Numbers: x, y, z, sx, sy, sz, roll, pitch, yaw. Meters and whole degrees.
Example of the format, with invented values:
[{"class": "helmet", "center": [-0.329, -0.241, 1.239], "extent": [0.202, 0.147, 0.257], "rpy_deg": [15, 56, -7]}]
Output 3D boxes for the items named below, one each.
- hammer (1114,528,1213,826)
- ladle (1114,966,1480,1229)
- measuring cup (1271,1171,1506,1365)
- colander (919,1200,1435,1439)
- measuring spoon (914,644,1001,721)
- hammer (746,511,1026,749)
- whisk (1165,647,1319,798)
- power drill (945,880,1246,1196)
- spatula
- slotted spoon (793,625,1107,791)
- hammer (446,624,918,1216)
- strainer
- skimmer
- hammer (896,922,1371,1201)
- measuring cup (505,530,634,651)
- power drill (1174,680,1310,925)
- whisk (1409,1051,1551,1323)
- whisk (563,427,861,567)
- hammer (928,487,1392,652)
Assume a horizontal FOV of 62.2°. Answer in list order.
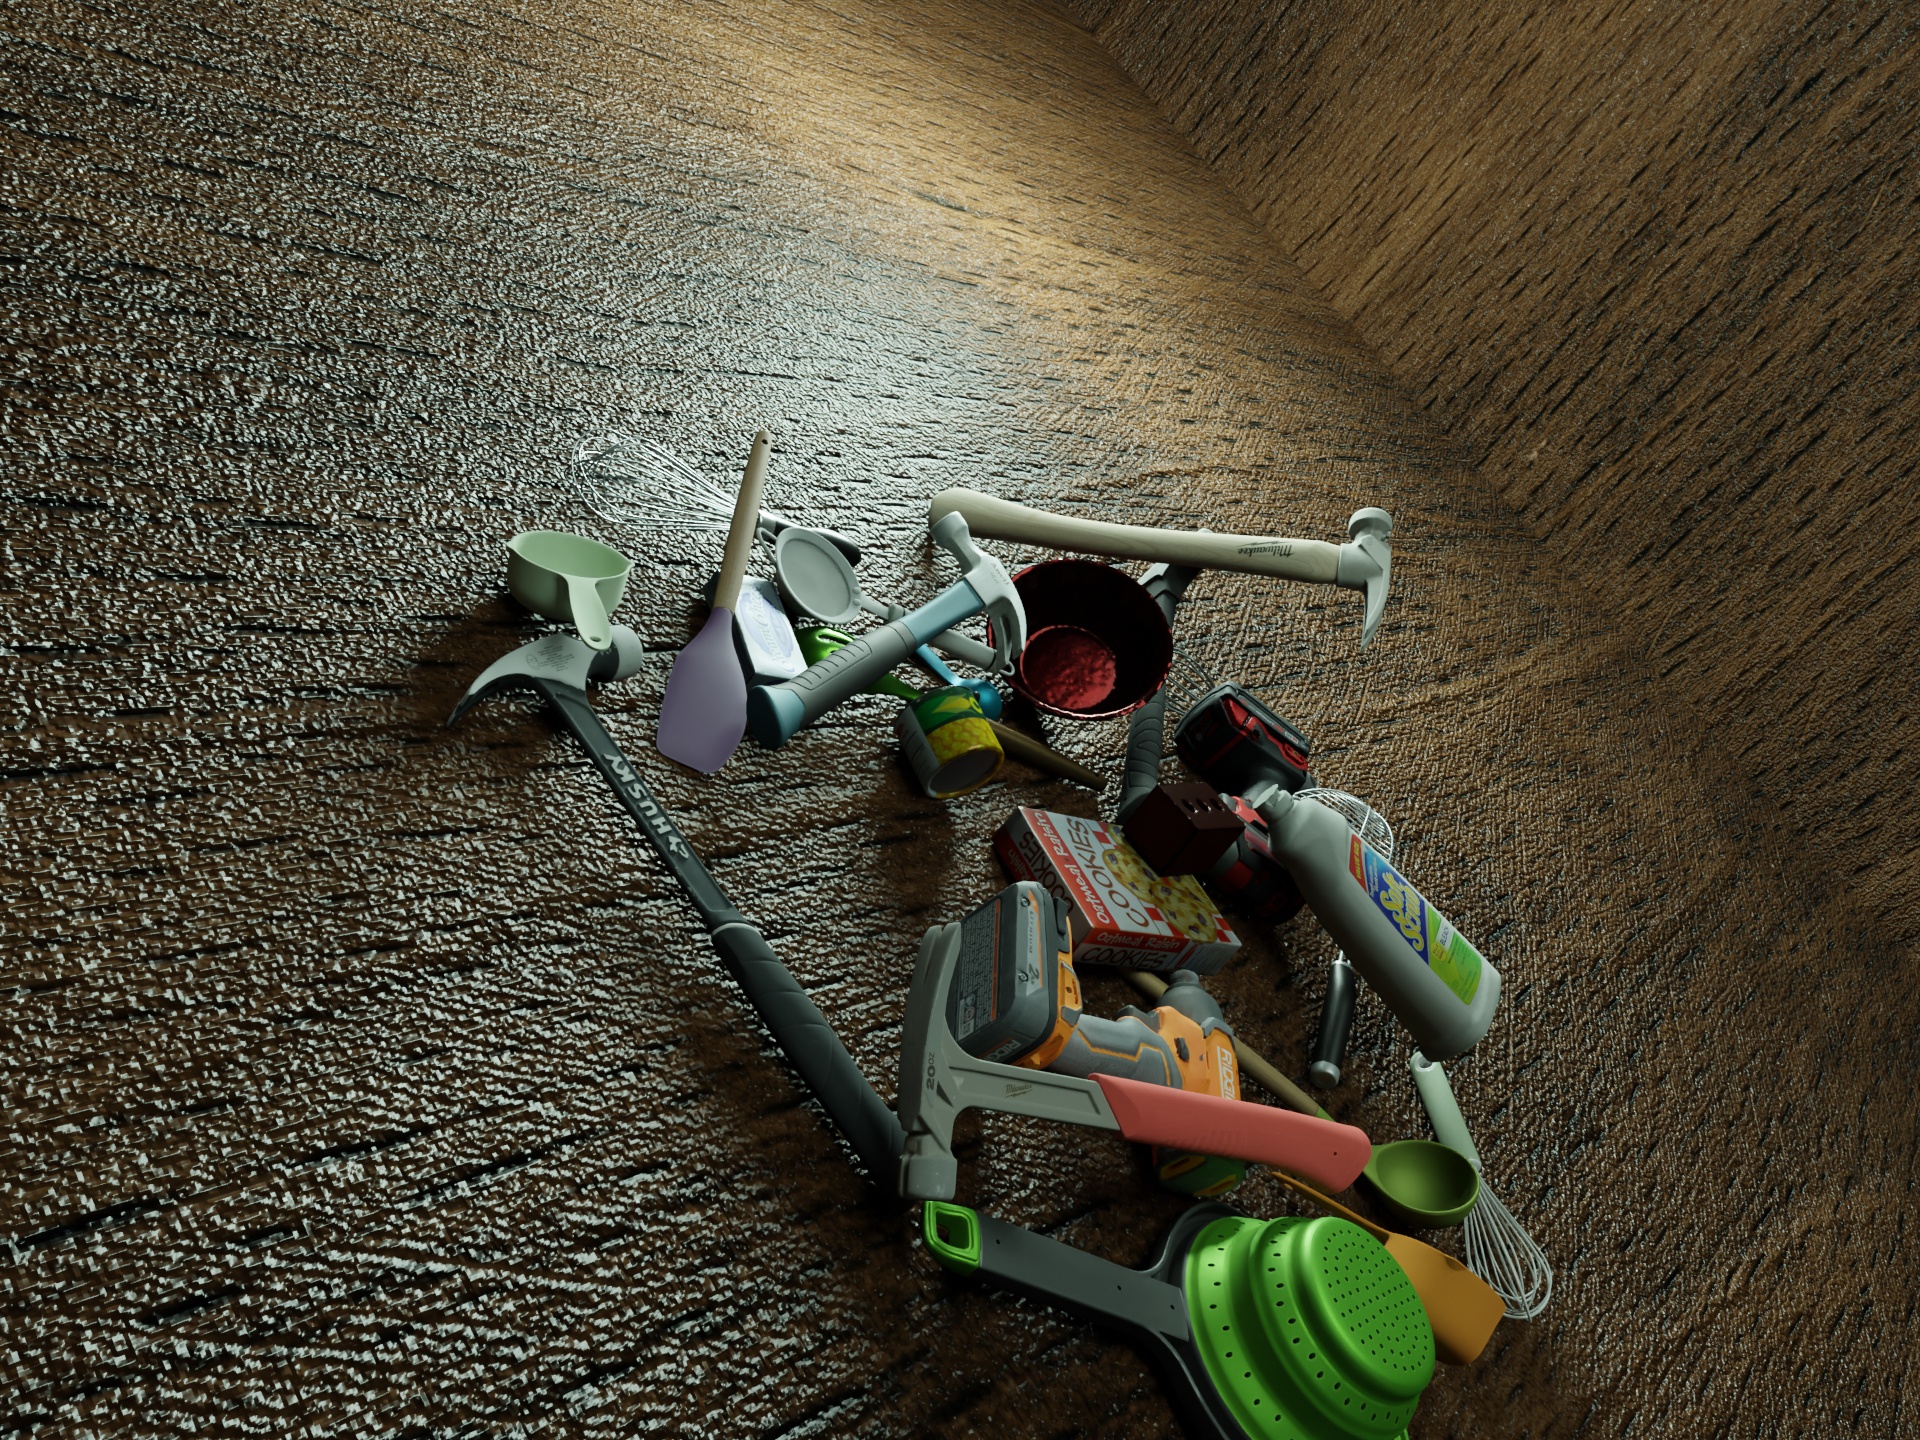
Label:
[{"class": "hammer", "center": [0.164, -0.025, 1.396], "extent": [0.035, 0.146, 0.335], "rpy_deg": [34, 41, -19]}, {"class": "ladle", "center": [0.249, 0.269, 1.182], "extent": [0.320, 0.062, 0.078], "rpy_deg": [38, 32, -4]}, {"class": "measuring cup", "center": [0.280, 0.375, 1.087], "extent": [0.174, 0.095, 0.052], "rpy_deg": [28, 68, 19]}, {"class": "colander", "center": [0.156, 0.338, 0.936], "extent": [0.396, 0.094, 0.205], "rpy_deg": [29, 33, -26]}, {"class": "measuring spoon", "center": [-0.013, -0.049, 1.297], "extent": [0.128, 0.021, 0.042], "rpy_deg": [43, 30, -3]}, {"class": "hammer", "center": [-0.052, -0.058, 1.186], "extent": [0.128, 0.033, 0.331], "rpy_deg": [53, 38, 1]}, {"class": "whisk", "center": [0.262, 0.005, 1.537], "extent": [0.238, 0.055, 0.055], "rpy_deg": [37, 31, -19]}, {"class": "power drill", "center": [0.096, 0.199, 1.052], "extent": [0.226, 0.084, 0.164], "rpy_deg": [34, 36, -26]}, {"class": "spatula", "center": [-0.162, -0.094, 1.126], "extent": [0.059, 0.018, 0.316], "rpy_deg": [25, 48, -24]}, {"class": "slotted spoon", "center": [-0.002, -0.004, 1.252], "extent": [0.313, 0.031, 0.070], "rpy_deg": [25, 32, -31]}, {"class": "hammer", "center": [-0.146, 0.111, 0.931], "extent": [0.409, 0.036, 0.149], "rpy_deg": [52, 33, 13]}, {"class": "strainer", "center": [-0.060, -0.083, 1.252], "extent": [0.258, 0.050, 0.087], "rpy_deg": [23, 45, -29]}, {"class": "skimmer", "center": [0.322, 0.188, 1.392], "extent": [0.127, 0.090, 0.363], "rpy_deg": [41, 40, -12]}, {"class": "hammer", "center": [0.117, 0.228, 0.960], "extent": [0.358, 0.037, 0.149], "rpy_deg": [18, 69, -33]}, {"class": "measuring cup", "center": [-0.241, -0.069, 0.995], "extent": [0.083, 0.038, 0.168], "rpy_deg": [7, 27, -25]}, {"class": "power drill", "center": [0.242, 0.069, 1.404], "extent": [0.143, 0.078, 0.220], "rpy_deg": [35, 34, -13]}, {"class": "whisk", "center": [0.406, 0.363, 1.265], "extent": [0.247, 0.058, 0.059], "rpy_deg": [-99, 168, -50]}, {"class": "whisk", "center": [-0.178, -0.158, 1.210], "extent": [0.284, 0.070, 0.070], "rpy_deg": [13, 42, -48]}, {"class": "hammer", "center": [0.172, -0.149, 1.414], "extent": [0.410, 0.038, 0.146], "rpy_deg": [8, 53, 9]}]
